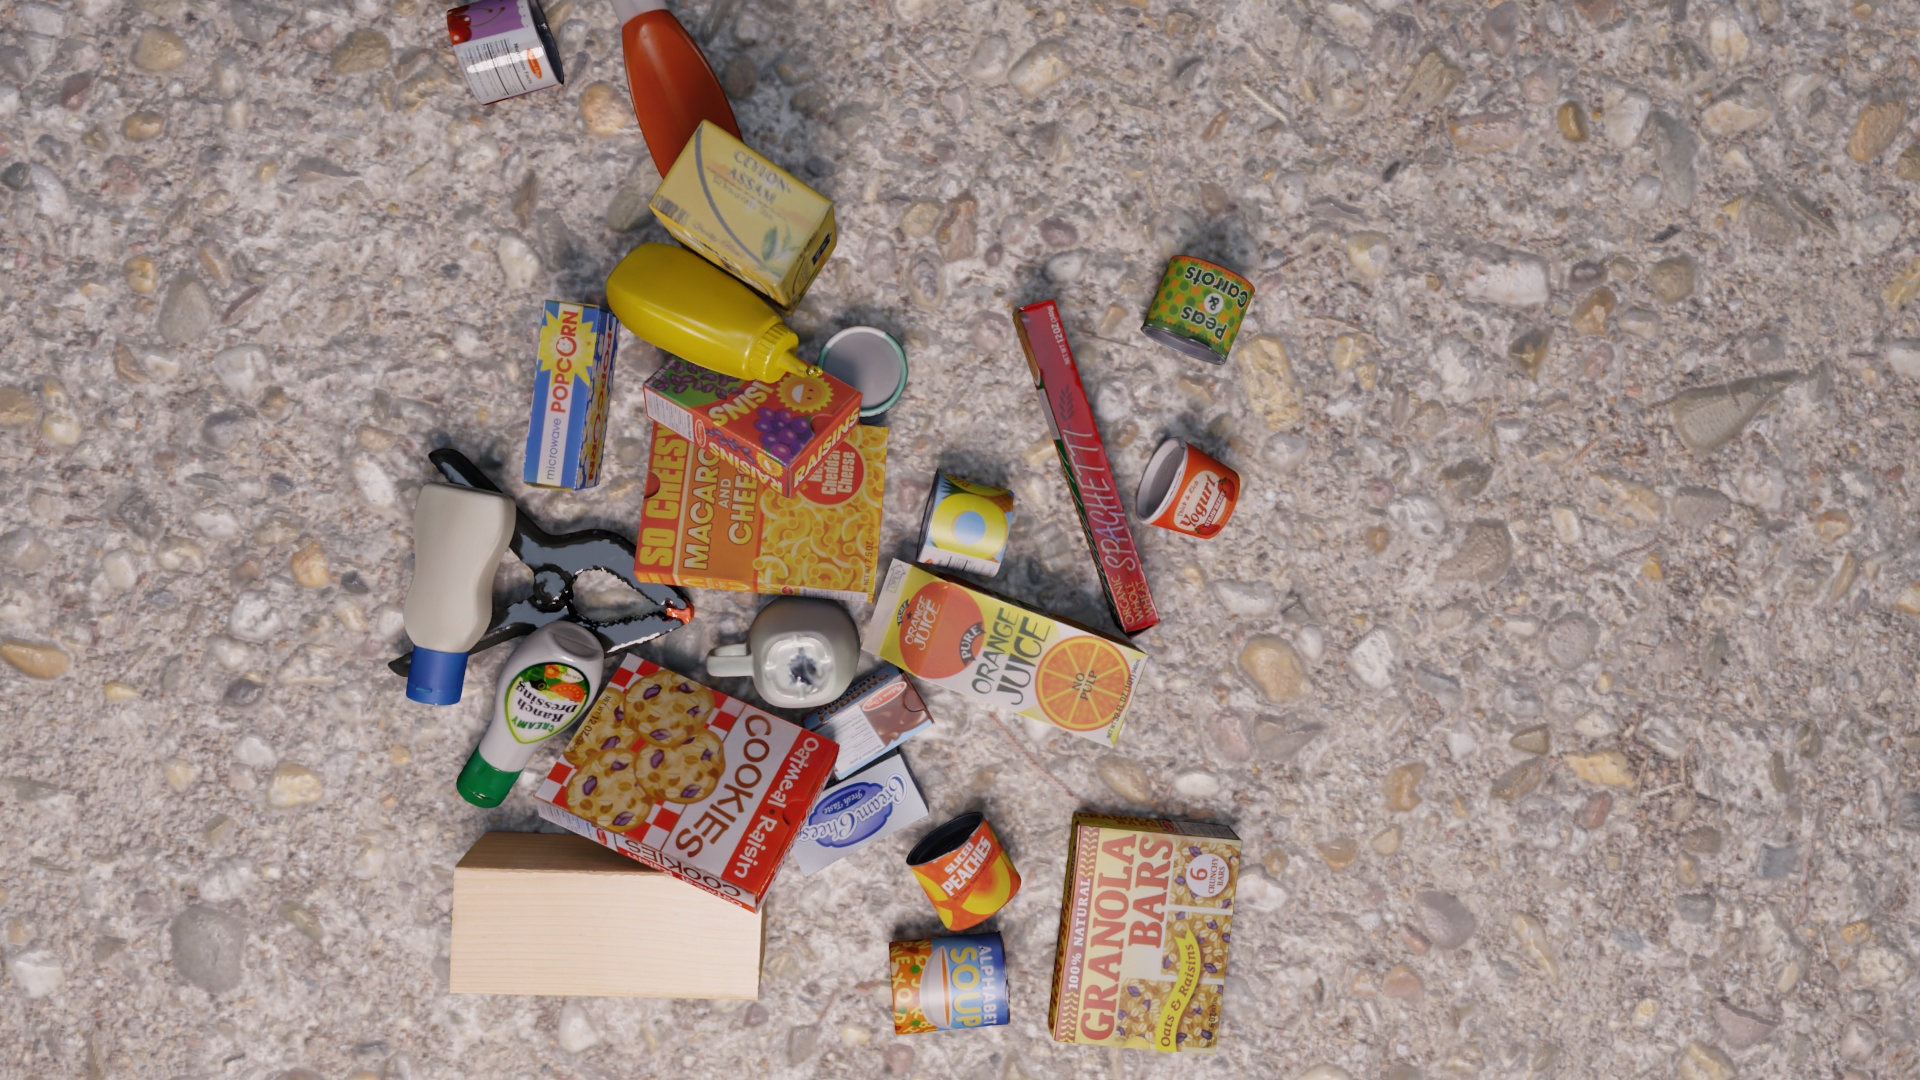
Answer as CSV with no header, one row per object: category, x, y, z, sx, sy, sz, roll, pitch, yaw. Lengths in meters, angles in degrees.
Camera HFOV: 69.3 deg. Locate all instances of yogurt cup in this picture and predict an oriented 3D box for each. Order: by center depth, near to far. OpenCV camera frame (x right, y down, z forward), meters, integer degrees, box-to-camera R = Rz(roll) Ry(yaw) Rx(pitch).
yogurt cup,0.166,-0.035,1.010,0.054,0.072,0.072,22,92,-13

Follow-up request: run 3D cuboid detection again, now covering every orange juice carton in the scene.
orange juice carton,0.030,0.078,1.000,0.193,0.073,0.071,20,92,-5

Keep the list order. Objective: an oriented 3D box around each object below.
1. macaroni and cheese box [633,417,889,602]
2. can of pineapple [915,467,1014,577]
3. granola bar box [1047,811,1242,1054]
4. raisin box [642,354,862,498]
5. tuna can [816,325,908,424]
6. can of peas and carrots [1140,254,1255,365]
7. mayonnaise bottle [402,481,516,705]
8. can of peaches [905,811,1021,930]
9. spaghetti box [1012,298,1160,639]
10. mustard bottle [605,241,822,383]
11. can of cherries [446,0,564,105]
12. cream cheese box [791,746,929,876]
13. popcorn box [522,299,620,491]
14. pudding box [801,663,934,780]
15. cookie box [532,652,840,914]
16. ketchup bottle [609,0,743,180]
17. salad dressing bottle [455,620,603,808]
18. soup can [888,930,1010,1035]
macaroni and cheese box,-0.138,-0.026,0.981,0.166,0.040,0.124,5,75,-5
can of pineapple,0.004,-0.012,0.996,0.058,0.071,0.071,13,92,-5
granola bar box,0.137,0.293,1.037,0.124,0.039,0.165,6,92,-5
raisin box,-0.143,-0.094,0.957,0.123,0.039,0.086,30,56,13
tuna can,-0.070,-0.119,1.001,0.071,0.033,0.071,0,93,-4
can of peas and carrots,0.171,-0.166,0.998,0.071,0.071,0.058,23,91,-5
mayonnaise bottle,-0.348,0.037,0.950,0.065,0.041,0.148,11,93,2
can of peaches,0.004,0.240,1.008,0.071,0.071,0.058,-30,96,-2
spaghetti box,0.091,-0.052,1.009,0.029,0.050,0.249,-19,95,-2
mustard bottle,-0.161,-0.144,0.935,0.160,0.048,0.065,30,60,14
can of cherries,-0.313,-0.340,0.956,0.058,0.071,0.071,-17,95,-2
cream cheese box,-0.080,0.199,1.022,0.104,0.024,0.053,-27,96,-2
popcorn box,-0.268,-0.099,0.960,0.038,0.085,0.126,8,93,-4
pudding box,-0.067,0.131,1.011,0.084,0.030,0.049,-31,110,-2
cookie box,-0.185,0.164,0.956,0.167,0.040,0.123,22,55,8
ketchup bottle,-0.206,-0.329,0.973,0.065,0.043,0.148,-22,95,-5
salad dressing bottle,-0.304,0.124,0.972,0.064,0.044,0.147,26,112,-27
soup can,-0.008,0.323,1.011,0.084,0.071,0.071,-5,94,-4
